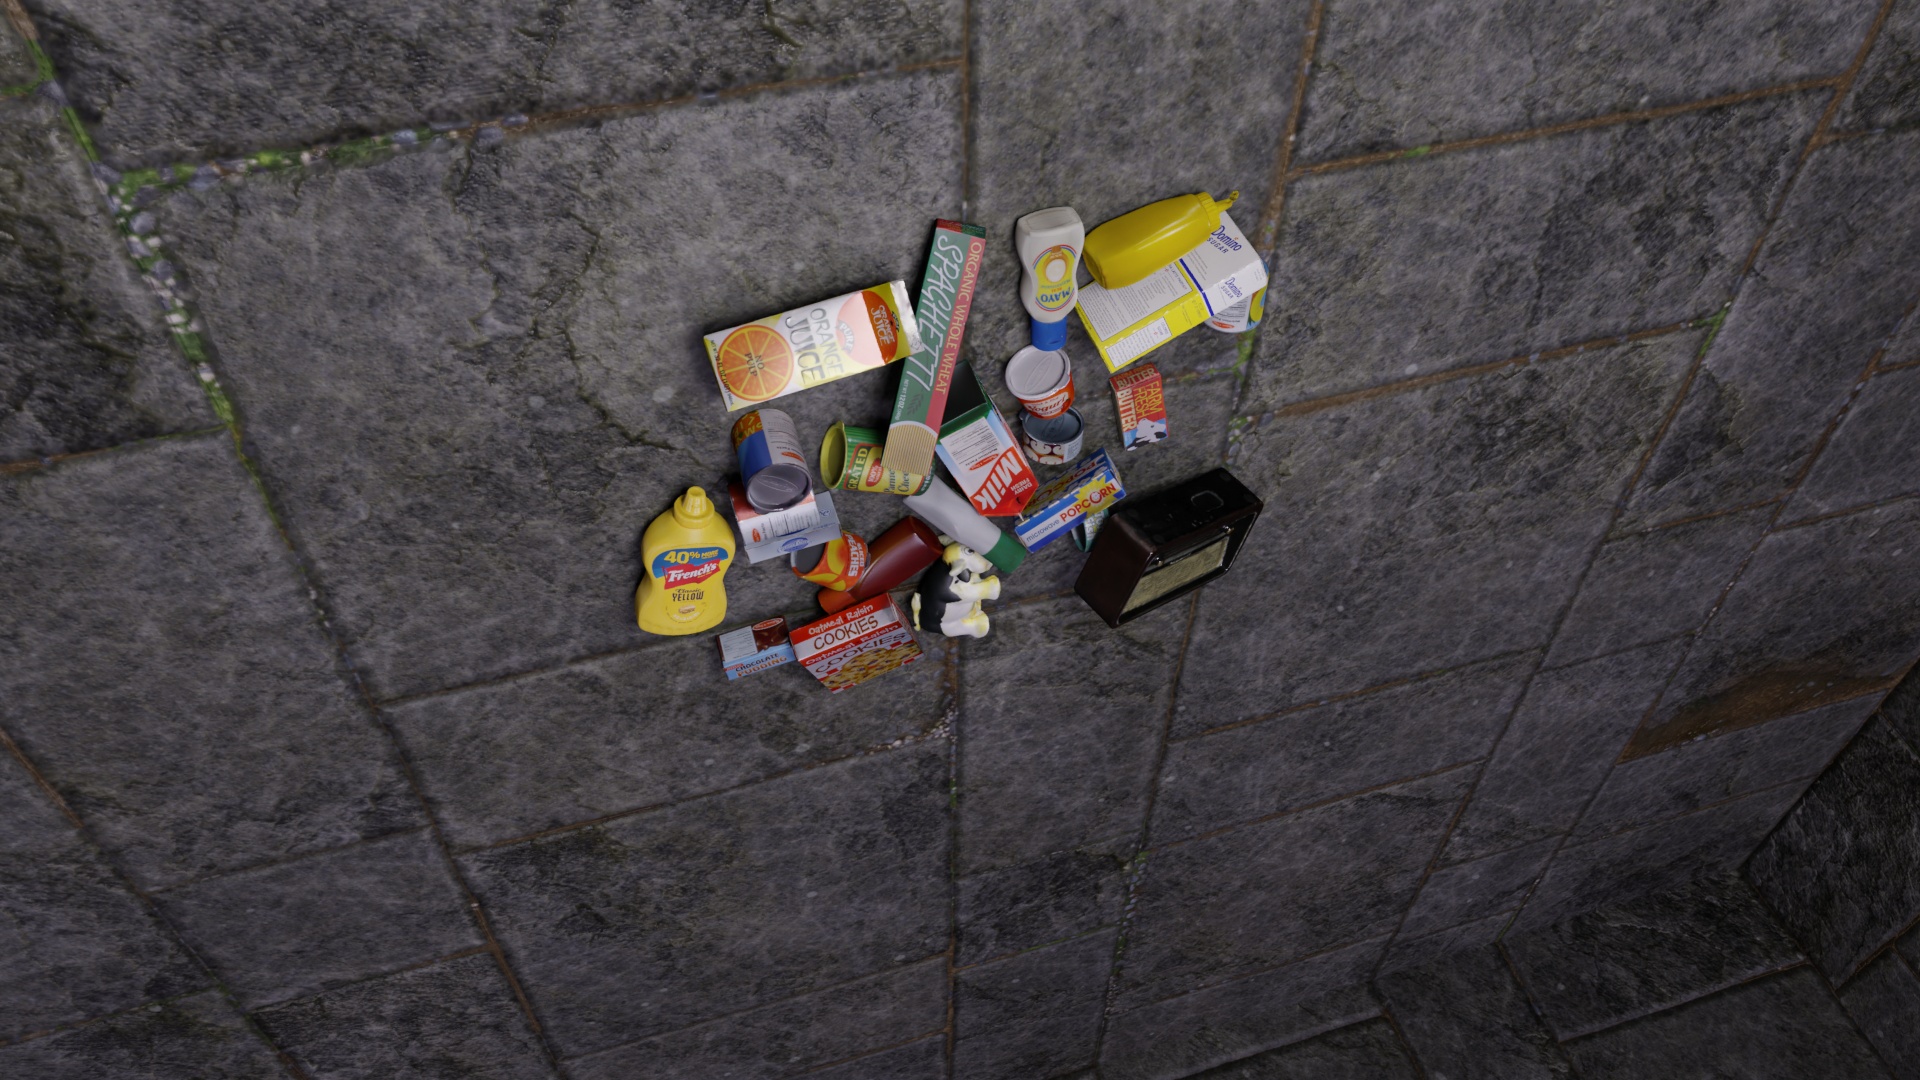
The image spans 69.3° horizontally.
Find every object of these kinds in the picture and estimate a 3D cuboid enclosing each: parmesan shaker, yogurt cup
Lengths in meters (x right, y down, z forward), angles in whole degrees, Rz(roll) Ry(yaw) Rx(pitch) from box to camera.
[{"bbox_3d":[-0.084,-0.084,1.433,0.103,0.071,0.071,4,133,-29],"label":"parmesan shaker"},{"bbox_3d":[0.085,-0.161,1.428,0.072,0.072,0.053,-26,148,5],"label":"yogurt cup"}]

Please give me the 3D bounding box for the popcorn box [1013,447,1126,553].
[{"bbox_3d":[0.119,-0.045,1.550,0.126,0.085,0.038,-32,106,11],"label":"popcorn box"}]

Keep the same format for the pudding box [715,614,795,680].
[{"bbox_3d":[-0.236,0.124,1.606,0.084,0.050,0.030,-18,141,-6],"label":"pudding box"}]

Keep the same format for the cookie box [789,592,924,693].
[{"bbox_3d":[-0.119,0.121,1.629,0.123,0.040,0.167,-23,159,1],"label":"cookie box"}]

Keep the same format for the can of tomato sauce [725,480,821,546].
[{"bbox_3d":[-0.193,-0.039,1.435,0.083,0.071,0.070,-16,140,-8],"label":"can of tomato sauce"}]

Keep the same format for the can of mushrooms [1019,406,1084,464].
[{"bbox_3d":[0.096,-0.115,1.483,0.071,0.071,0.033,-13,140,-11],"label":"can of mushrooms"}]

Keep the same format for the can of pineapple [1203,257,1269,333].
[{"bbox_3d":[0.278,-0.255,1.412,0.071,0.071,0.057,-13,139,-11],"label":"can of pineapple"}]

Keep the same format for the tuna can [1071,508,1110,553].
[{"bbox_3d":[0.151,-0.019,1.609,0.033,0.071,0.070,-13,139,-10],"label":"tuna can"}]

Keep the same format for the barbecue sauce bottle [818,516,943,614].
[{"bbox_3d":[-0.095,0.034,1.576,0.148,0.044,0.064,-35,138,16],"label":"barbecue sauce bottle"}]

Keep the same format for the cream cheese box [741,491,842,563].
[{"bbox_3d":[-0.182,-0.014,1.475,0.104,0.053,0.024,-17,138,-7],"label":"cream cheese box"}]

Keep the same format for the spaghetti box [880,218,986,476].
[{"bbox_3d":[-0.027,-0.180,1.322,0.050,0.029,0.248,12,116,-6],"label":"spaghetti box"}]

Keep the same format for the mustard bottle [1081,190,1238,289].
[{"bbox_3d":[0.197,-0.295,1.331,0.160,0.065,0.048,-25,136,-3],"label":"mustard bottle"}]

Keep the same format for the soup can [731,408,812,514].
[{"bbox_3d":[-0.190,-0.078,1.376,0.071,0.084,0.071,-13,139,-11],"label":"soup can"}]

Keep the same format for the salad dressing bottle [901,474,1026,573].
[{"bbox_3d":[0.005,-0.019,1.517,0.147,0.064,0.044,37,77,-18],"label":"salad dressing bottle"}]

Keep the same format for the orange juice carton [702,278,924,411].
[{"bbox_3d":[-0.134,-0.181,1.278,0.193,0.073,0.071,-18,101,-6],"label":"orange juice carton"}]

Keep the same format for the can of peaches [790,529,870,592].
[{"bbox_3d":[-0.142,0.017,1.515,0.058,0.071,0.071,23,122,-40],"label":"can of peaches"}]

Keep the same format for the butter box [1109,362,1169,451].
[{"bbox_3d":[0.197,-0.145,1.526,0.053,0.024,0.103,-20,140,-2],"label":"butter box"}]

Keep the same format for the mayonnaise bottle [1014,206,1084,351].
[{"bbox_3d":[0.086,-0.250,1.345,0.065,0.041,0.147,-16,139,-10],"label":"mayonnaise bottle"}]

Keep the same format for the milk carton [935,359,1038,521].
[{"bbox_3d":[0.022,-0.095,1.465,0.073,0.072,0.190,-28,139,7],"label":"milk carton"}]
